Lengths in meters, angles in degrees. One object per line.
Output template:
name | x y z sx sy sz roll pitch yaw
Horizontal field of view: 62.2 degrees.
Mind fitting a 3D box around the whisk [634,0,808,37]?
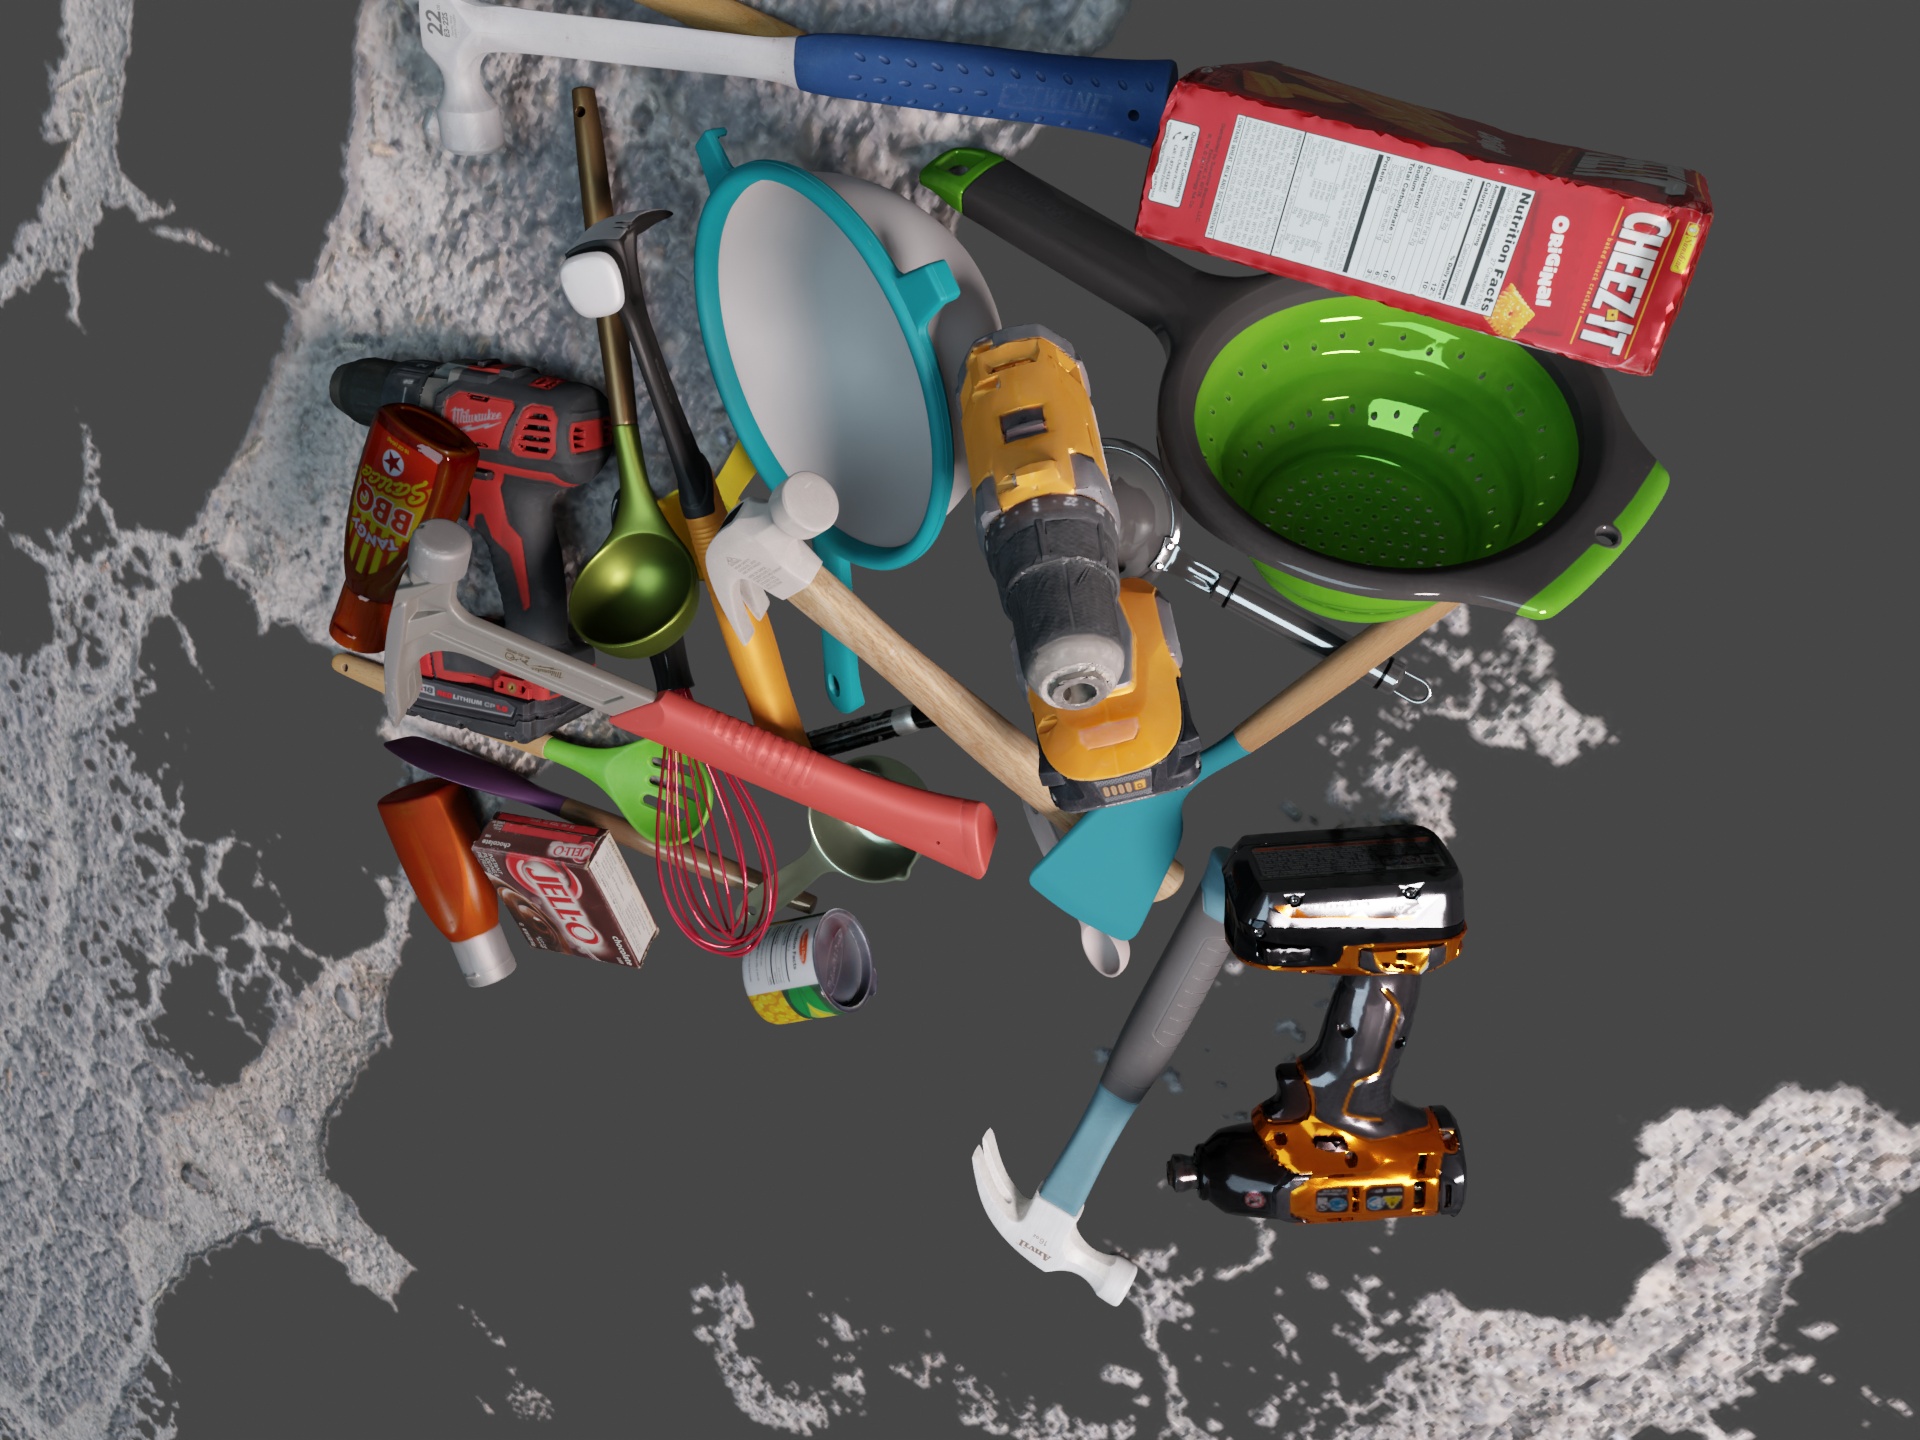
whisk | -0.189 -0.403 0.853 0.245 0.051 0.047 26 139 7

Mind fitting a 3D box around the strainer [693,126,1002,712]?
strainer | -0.042 -0.146 0.863 0.211 0.095 0.340 40 147 33

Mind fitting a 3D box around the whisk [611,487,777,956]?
whisk | -0.168 0.000 0.971 0.073 0.073 0.296 -14 90 27

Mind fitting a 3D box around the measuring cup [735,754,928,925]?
measuring cup | -0.082 0.081 0.997 0.167 0.038 0.083 -38 93 32

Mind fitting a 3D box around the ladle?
ladle | -0.199 -0.194 0.901 0.078 0.062 0.320 -4 98 14

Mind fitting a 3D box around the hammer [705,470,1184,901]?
hammer | -0.001 -0.003 0.866 0.331 0.031 0.130 40 149 -21

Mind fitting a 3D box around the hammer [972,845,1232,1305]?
hammer | 0.105 0.216 0.973 0.128 0.033 0.330 28 118 10

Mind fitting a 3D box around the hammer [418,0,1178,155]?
hammer | -0.092 -0.341 0.806 0.405 0.035 0.144 11 128 12

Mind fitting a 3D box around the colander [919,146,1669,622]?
colander | 0.132 -0.160 0.775 0.397 0.204 0.094 38 156 23

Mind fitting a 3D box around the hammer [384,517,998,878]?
hammer | -0.151 0.013 0.902 0.359 0.037 0.149 23 134 -4

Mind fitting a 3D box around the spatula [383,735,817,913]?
spatula | -0.241 0.067 1.057 0.316 0.060 0.018 20 102 10

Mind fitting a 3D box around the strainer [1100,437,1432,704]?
strainer | 0.133 -0.075 0.842 0.258 0.050 0.087 29 109 7

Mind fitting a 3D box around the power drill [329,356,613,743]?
power drill | -0.309 -0.115 0.996 0.188 0.080 0.226 13 112 18

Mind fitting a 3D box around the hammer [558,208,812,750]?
hammer | -0.140 -0.112 0.890 0.034 0.127 0.336 -10 119 9

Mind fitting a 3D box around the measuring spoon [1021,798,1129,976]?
measuring spoon | 0.069 0.092 0.939 0.124 0.018 0.034 64 150 8

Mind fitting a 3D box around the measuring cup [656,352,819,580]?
measuring cup | -0.124 -0.151 0.934 0.062 0.029 0.156 38 110 0

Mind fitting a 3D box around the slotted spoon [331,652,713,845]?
slotted spoon | -0.295 0.008 1.065 0.314 0.031 0.070 20 101 18

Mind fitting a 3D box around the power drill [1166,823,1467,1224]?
power drill | 0.193 0.177 0.870 0.164 0.084 0.226 -4 111 2

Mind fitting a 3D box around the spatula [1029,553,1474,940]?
spatula | 0.169 0.004 0.825 0.082 0.044 0.317 34 122 -28

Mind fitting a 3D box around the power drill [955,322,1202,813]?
power drill | 0.056 -0.042 0.732 0.084 0.186 0.226 -14 144 8
